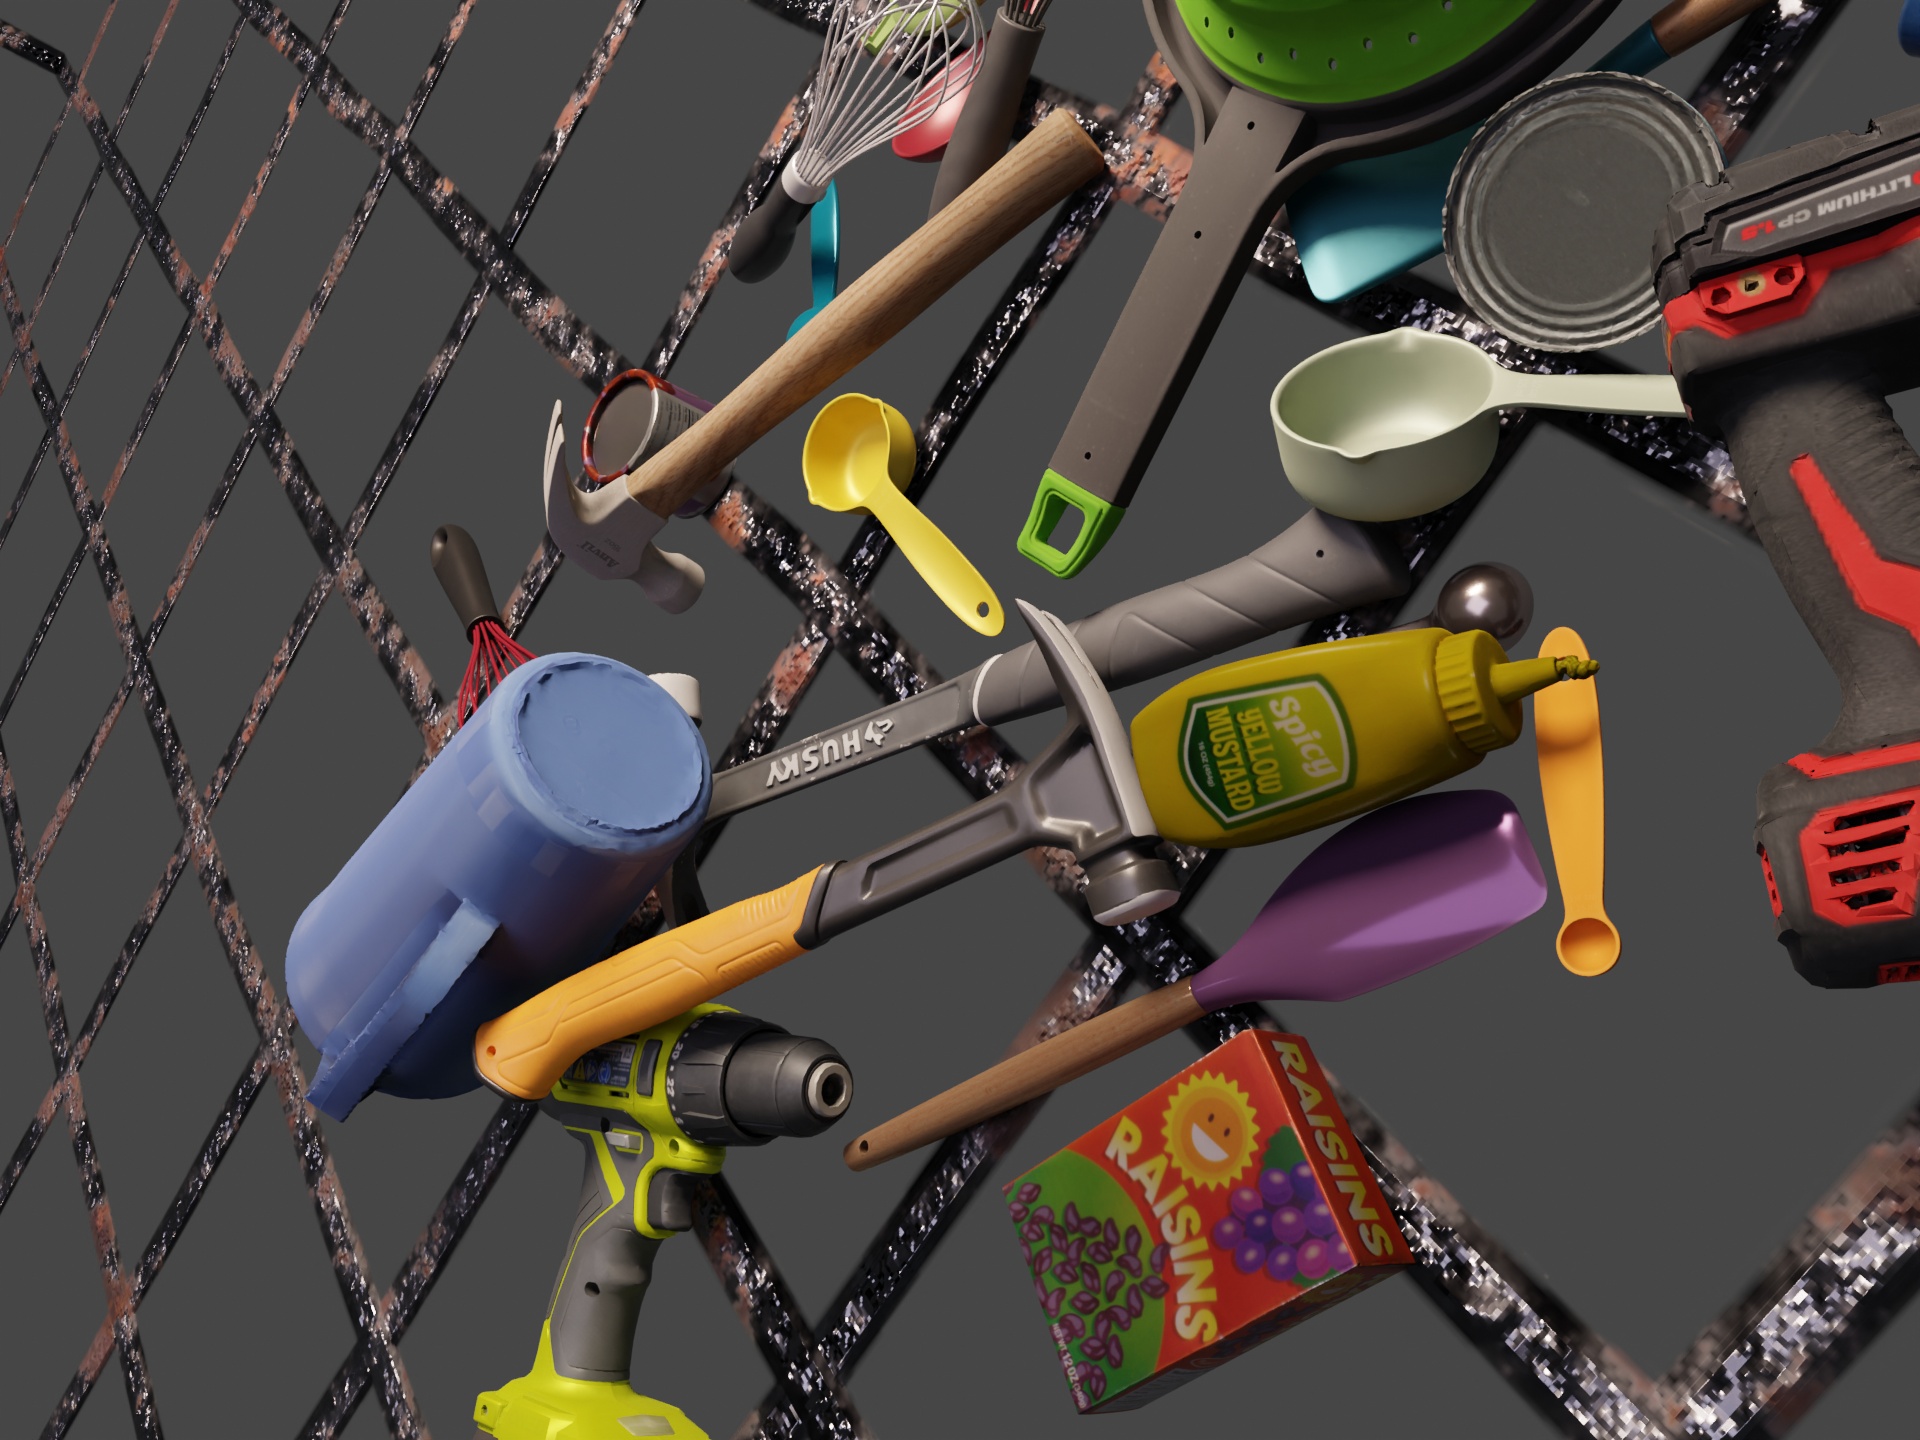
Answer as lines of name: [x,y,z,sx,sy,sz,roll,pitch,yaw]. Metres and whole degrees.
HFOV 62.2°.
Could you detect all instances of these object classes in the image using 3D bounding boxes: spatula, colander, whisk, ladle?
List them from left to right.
whisk: [-0.278,-0.042,0.944,0.073,0.073,0.296,-55,42,16]
whisk: [-0.063,-0.279,0.766,0.284,0.070,0.070,157,121,-63]
whisk: [0.023,-0.309,0.702,0.055,0.055,0.238,63,145,35]
ladle: [0.067,-0.399,0.756,0.315,0.031,0.069,-56,40,12]
spatula: [0.069,0.110,0.595,0.316,0.018,0.060,-33,53,30]
colander: [0.098,-0.235,0.558,0.205,0.094,0.397,36,108,33]
spatula: [0.246,-0.239,0.512,0.317,0.044,0.082,-26,62,42]

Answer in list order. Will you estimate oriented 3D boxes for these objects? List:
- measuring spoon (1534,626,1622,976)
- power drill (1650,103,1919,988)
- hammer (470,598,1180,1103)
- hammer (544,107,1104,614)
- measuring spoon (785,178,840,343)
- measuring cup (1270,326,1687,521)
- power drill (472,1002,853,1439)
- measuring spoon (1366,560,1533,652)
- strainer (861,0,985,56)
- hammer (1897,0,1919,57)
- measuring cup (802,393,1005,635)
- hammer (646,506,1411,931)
measuring spoon: [0.199,0.025,0.510,0.021,0.011,0.117,-14,64,39]
power drill: [0.270,-0.047,0.415,0.143,0.078,0.220,-14,72,27]
hammer: [-0.078,0.077,0.657,0.337,0.034,0.127,-27,70,23]
hammer: [-0.073,-0.176,0.769,0.331,0.129,0.031,-35,50,20]
measuring spoon: [-0.078,-0.239,0.842,0.042,0.021,0.129,-18,65,39]
measuring cup: [0.189,-0.096,0.536,0.168,0.038,0.083,7,45,25]
power drill: [-0.133,0.238,0.703,0.190,0.080,0.229,-6,70,43]
measuring spoon: [0.143,-0.023,0.568,0.124,0.018,0.034,-26,60,36]
strainer: [0.006,-0.472,0.792,0.151,0.069,0.256,-2,70,54]
hammer: [0.398,-0.105,0.346,0.144,0.035,0.406,-56,47,14]
measuring cup: [-0.019,-0.093,0.745,0.062,0.029,0.157,-52,60,23]
hammer: [-0.001,-0.002,0.682,0.409,0.036,0.149,-20,69,36]
